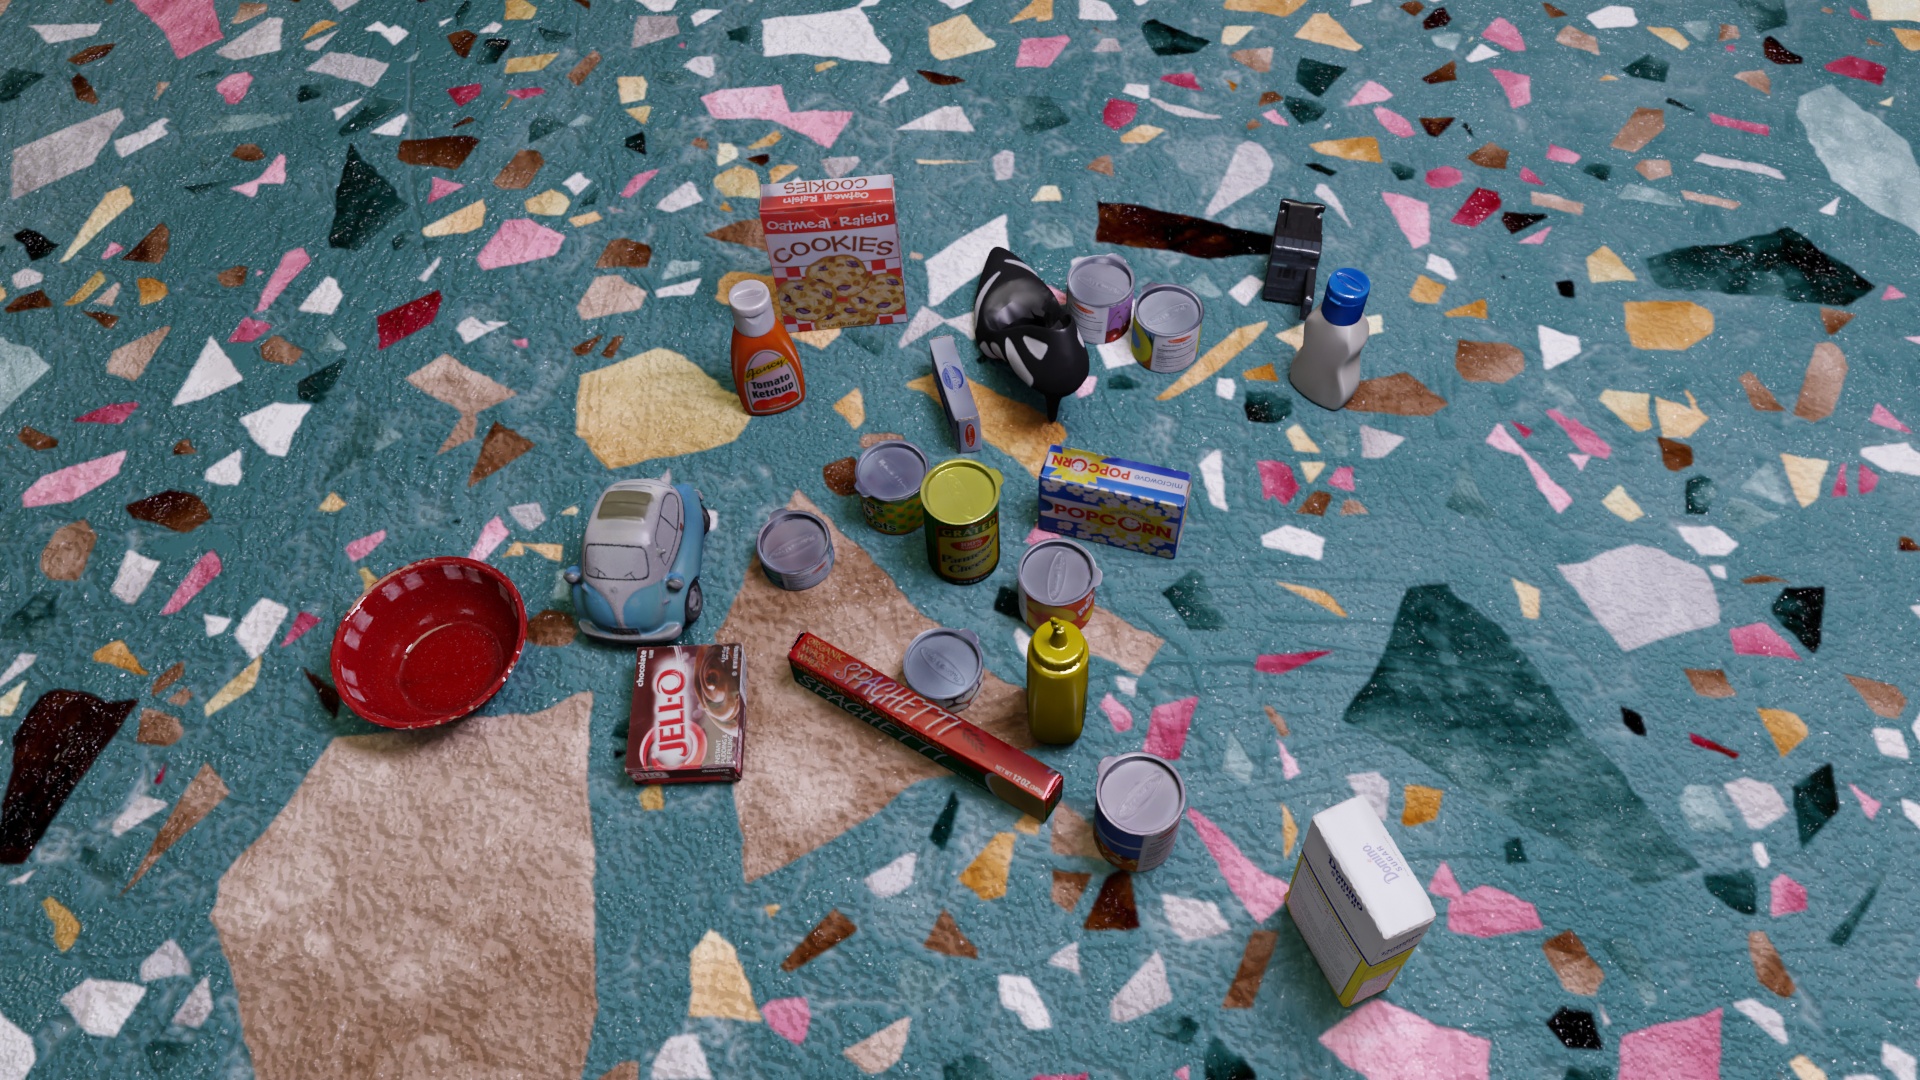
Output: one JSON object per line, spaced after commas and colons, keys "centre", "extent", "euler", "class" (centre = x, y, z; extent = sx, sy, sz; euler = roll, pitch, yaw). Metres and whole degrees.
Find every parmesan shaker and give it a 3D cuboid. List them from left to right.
{"centre": [0.004, -0.015, 1.193], "extent": [0.071, 0.102, 0.071], "euler": [-1, 58, 2], "class": "parmesan shaker"}

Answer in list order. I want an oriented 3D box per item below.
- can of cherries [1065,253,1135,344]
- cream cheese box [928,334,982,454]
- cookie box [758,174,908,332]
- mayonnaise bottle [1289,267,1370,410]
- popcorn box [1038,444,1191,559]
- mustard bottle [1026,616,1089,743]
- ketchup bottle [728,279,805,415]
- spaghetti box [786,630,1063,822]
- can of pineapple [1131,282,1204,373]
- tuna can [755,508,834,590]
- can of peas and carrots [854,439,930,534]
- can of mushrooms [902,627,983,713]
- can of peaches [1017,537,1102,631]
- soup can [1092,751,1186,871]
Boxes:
{"centre": [0.137, -0.236, 1.355], "extent": [0.071, 0.058, 0.072], "euler": [-1, 57, 2], "class": "can of cherries"}
{"centre": [-0.005, -0.137, 1.301], "extent": [0.024, 0.053, 0.104], "euler": [-14, 58, -6], "class": "cream cheese box"}
{"centre": [-0.118, -0.270, 1.324], "extent": [0.123, 0.166, 0.040], "euler": [-5, 58, -1], "class": "cookie box"}
{"centre": [0.339, -0.184, 1.259], "extent": [0.041, 0.147, 0.065], "euler": [-41, 64, -21], "class": "mayonnaise bottle"}
{"centre": [0.133, -0.033, 1.209], "extent": [0.127, 0.084, 0.038], "euler": [13, 59, 11], "class": "popcorn box"}
{"centre": [0.076, 0.103, 1.080], "extent": [0.049, 0.159, 0.065], "euler": [1, 58, 3], "class": "mustard bottle"}
{"centre": [-0.183, -0.177, 1.278], "extent": [0.065, 0.148, 0.044], "euler": [-16, 58, -7], "class": "ketchup bottle"}
{"centre": [-0.032, 0.148, 1.121], "extent": [0.250, 0.050, 0.029], "euler": [27, 63, 18], "class": "spaghetti box"}
{"centre": [0.197, -0.204, 1.332], "extent": [0.071, 0.057, 0.071], "euler": [-1, 57, 2], "class": "can of pineapple"}
{"centre": [-0.147, 0.007, 1.227], "extent": [0.071, 0.032, 0.071], "euler": [-1, 57, 2], "class": "tuna can"}
{"centre": [-0.060, -0.046, 1.242], "extent": [0.071, 0.058, 0.071], "euler": [-1, 57, 2], "class": "can of peas and carrots"}
{"centre": [-0.012, 0.107, 1.156], "extent": [0.071, 0.033, 0.071], "euler": [-1, 57, 2], "class": "can of mushrooms"}
{"centre": [0.084, 0.041, 1.180], "extent": [0.071, 0.057, 0.071], "euler": [-1, 57, 2], "class": "can of peaches"}
{"centre": [0.133, 0.205, 1.057], "extent": [0.071, 0.083, 0.071], "euler": [-1, 58, 2], "class": "soup can"}
